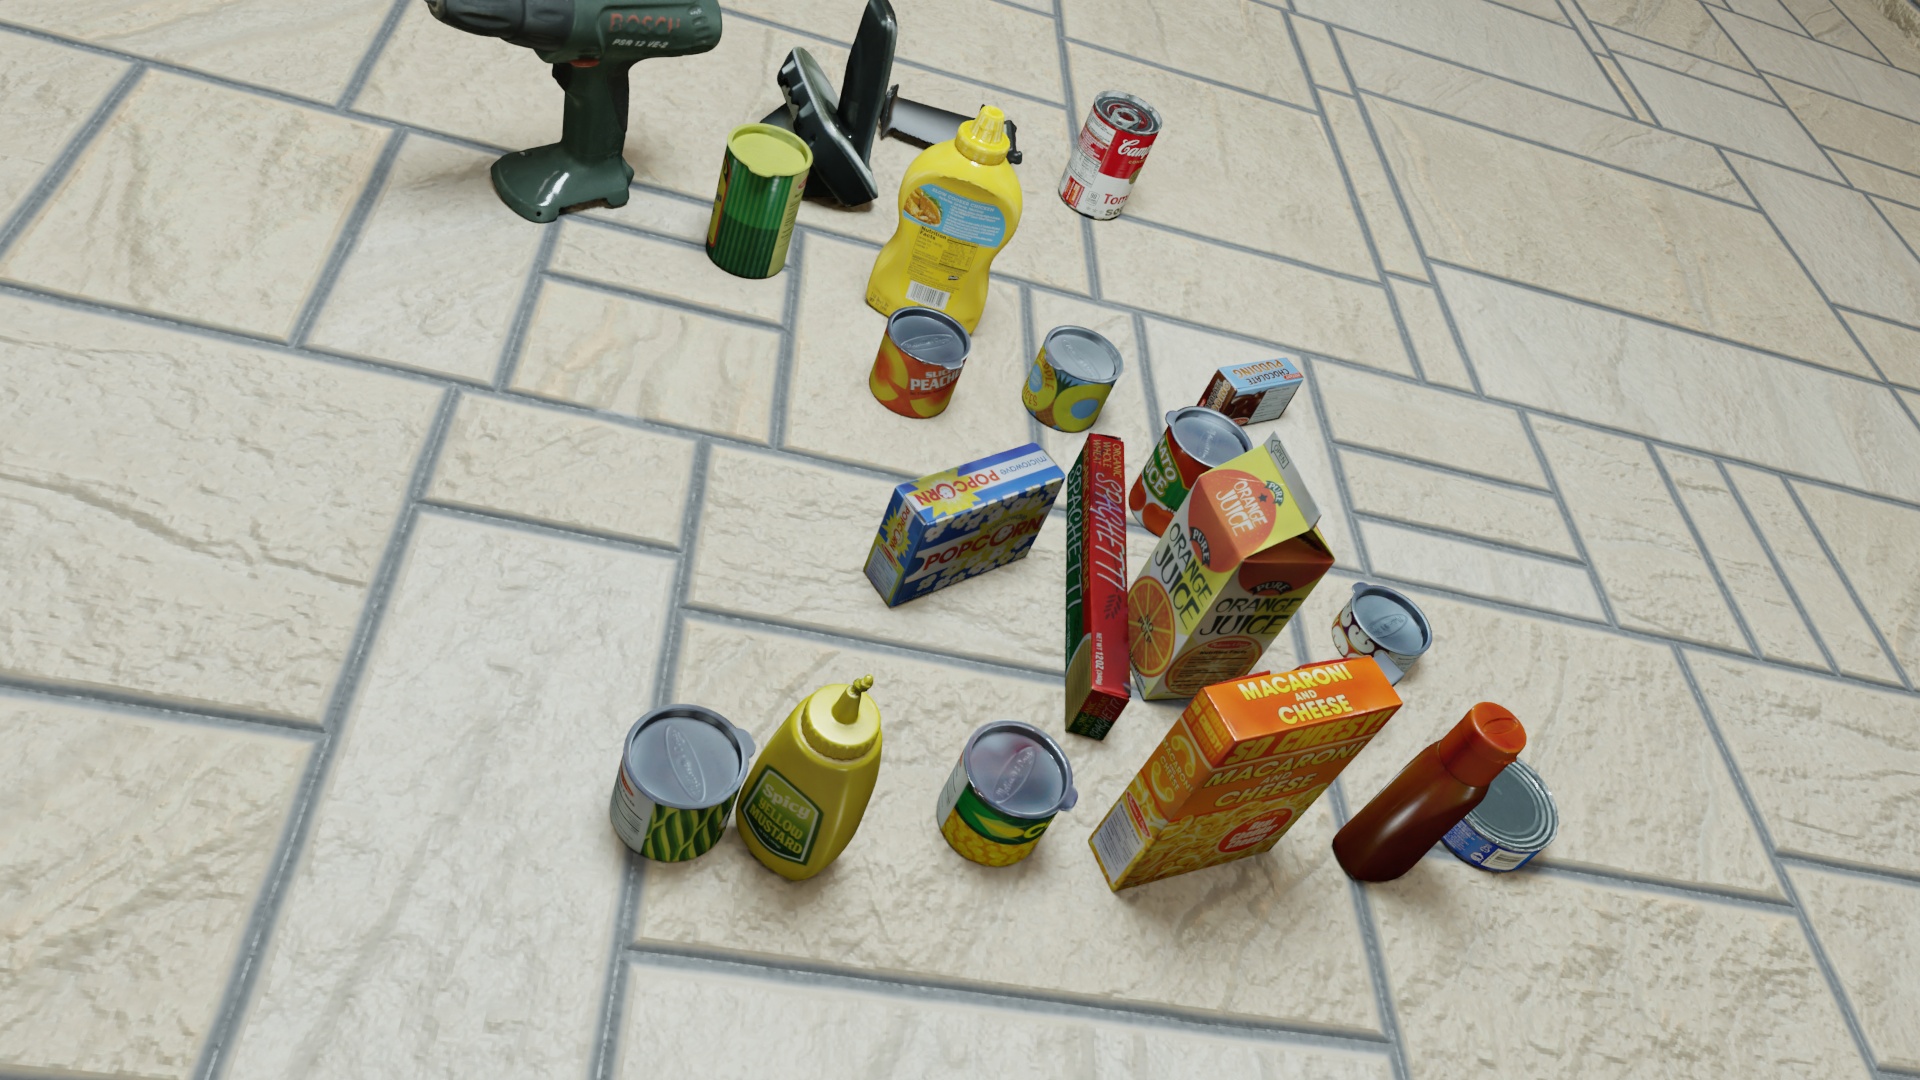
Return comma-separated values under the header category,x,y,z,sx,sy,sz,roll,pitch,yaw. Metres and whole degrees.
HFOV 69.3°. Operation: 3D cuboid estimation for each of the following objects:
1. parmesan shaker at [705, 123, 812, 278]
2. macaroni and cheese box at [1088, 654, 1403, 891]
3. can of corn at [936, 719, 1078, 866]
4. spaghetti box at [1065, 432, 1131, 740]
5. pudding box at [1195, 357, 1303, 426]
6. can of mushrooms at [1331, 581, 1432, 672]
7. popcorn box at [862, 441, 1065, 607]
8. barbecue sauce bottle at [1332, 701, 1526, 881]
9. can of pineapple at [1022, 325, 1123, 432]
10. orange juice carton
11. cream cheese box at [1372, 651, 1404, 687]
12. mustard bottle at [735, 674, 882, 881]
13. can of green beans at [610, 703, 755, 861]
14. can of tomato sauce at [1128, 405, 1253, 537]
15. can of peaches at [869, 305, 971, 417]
category,x,y,z,sx,sy,sz,roll,pitch,yaw
parmesan shaker,-0.161,-0.264,1.092,0.071,0.102,0.072,12,45,-13
macaroni and cheese box,0.161,0.136,0.808,0.124,0.165,0.040,-7,52,-29
can of corn,0.027,0.150,0.814,0.071,0.058,0.071,12,45,-13
spaghetti box,0.095,0.023,0.969,0.029,0.049,0.251,15,45,-10
pudding box,0.245,-0.124,1.175,0.084,0.049,0.030,-13,55,-33
can of mushrooms,0.312,0.066,1.035,0.071,0.033,0.071,12,45,-13
popcorn box,0.003,-0.012,0.937,0.127,0.084,0.038,-20,59,-36
barbecue sauce bottle,0.292,0.156,0.858,0.065,0.147,0.044,-7,52,-29
can of pineapple,0.087,-0.128,1.104,0.071,0.057,0.071,12,45,-13
orange juice carton,0.175,0.020,0.905,0.073,0.191,0.072,0,49,-24
cream cheese box,0.255,0.116,0.949,0.104,0.053,0.024,-22,61,-37
mustard bottle,-0.074,0.118,0.727,0.065,0.159,0.049,37,45,12
can of green beans,-0.153,0.132,0.753,0.071,0.057,0.071,12,45,-13
can of tomato sauce,0.171,-0.050,1.048,0.071,0.082,0.071,12,45,-13
can of peaches,-0.030,-0.134,1.058,0.071,0.057,0.071,12,45,-13
